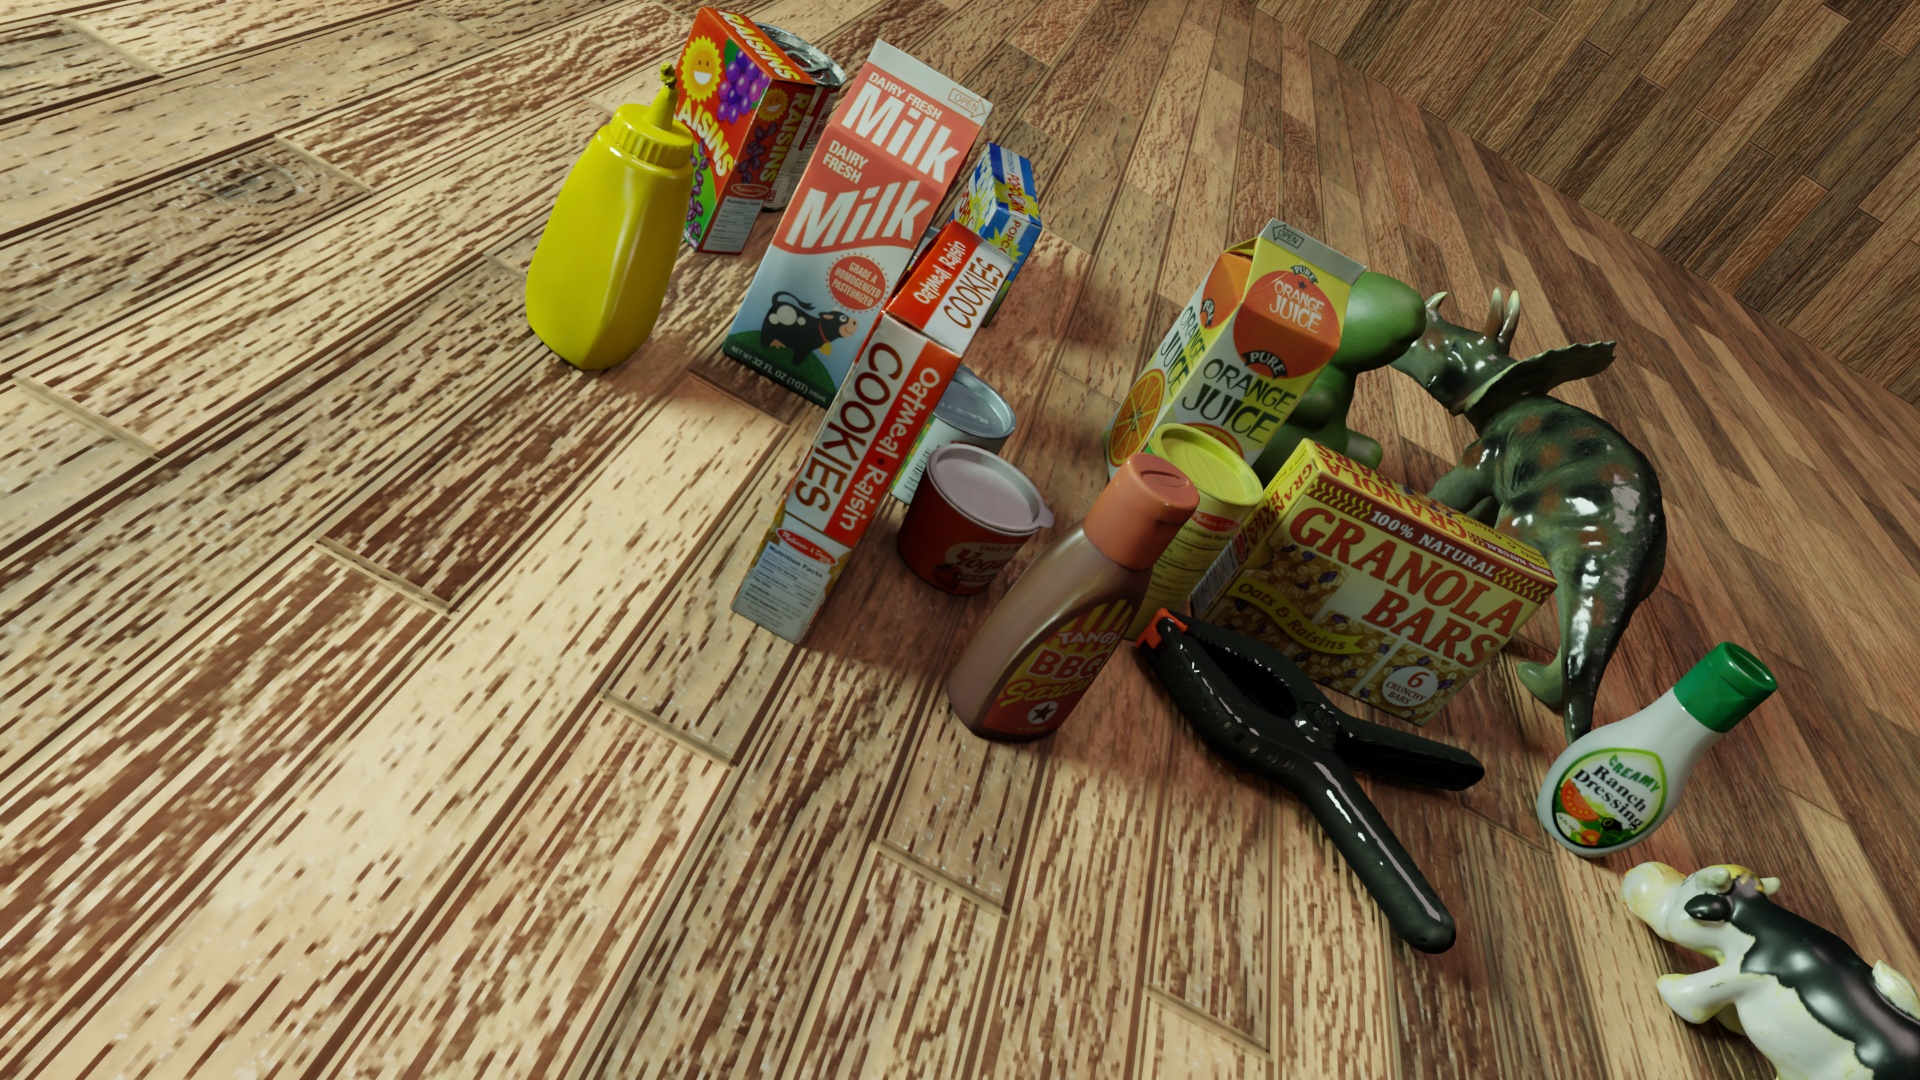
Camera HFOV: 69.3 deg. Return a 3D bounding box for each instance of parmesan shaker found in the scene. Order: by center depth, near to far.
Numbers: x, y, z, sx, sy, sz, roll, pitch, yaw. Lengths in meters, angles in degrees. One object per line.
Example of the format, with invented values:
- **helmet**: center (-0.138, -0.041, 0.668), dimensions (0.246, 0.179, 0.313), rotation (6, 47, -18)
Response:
- **parmesan shaker**: center (0.106, -0.004, 0.756), dimensions (0.071, 0.102, 0.072), rotation (23, 32, -15)

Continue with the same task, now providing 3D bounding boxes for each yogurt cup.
- **yogurt cup**: center (0.003, -0.009, 0.720), dimensions (0.072, 0.053, 0.073), rotation (23, 32, -15)

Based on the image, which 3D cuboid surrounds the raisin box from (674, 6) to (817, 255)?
- **raisin box**: center (-0.148, -0.253, 0.863), dimensions (0.040, 0.122, 0.086), rotation (-8, 49, -47)

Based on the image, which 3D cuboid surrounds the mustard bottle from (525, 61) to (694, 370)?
- **mustard bottle**: center (-0.165, -0.161, 0.684), dimensions (0.065, 0.159, 0.049), rotation (42, 32, 15)

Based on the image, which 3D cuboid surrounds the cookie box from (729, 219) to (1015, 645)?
- **cookie box**: center (-0.040, -0.051, 0.633), dimensions (0.040, 0.166, 0.123), rotation (29, 31, -4)

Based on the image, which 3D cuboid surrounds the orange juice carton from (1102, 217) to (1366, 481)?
- **orange juice carton**: center (0.169, -0.107, 0.869), dimensions (0.072, 0.191, 0.073), rotation (22, 32, -16)

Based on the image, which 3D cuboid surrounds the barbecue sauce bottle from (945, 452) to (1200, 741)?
- **barbecue sauce bottle**: center (0.052, 0.027, 0.622), dimensions (0.065, 0.147, 0.044), rotation (5, 40, -37)

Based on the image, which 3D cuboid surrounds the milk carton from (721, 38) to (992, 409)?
- **milk carton**: center (-0.056, -0.176, 0.771), dimensions (0.072, 0.189, 0.074), rotation (28, 31, -6)

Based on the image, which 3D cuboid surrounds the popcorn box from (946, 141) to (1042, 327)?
- **popcorn box**: center (0.020, -0.223, 1.004), dimensions (0.038, 0.084, 0.127), rotation (22, 33, -17)

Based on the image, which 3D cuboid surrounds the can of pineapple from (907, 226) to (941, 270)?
- **can of pineapple**: center (-0.027, -0.169, 0.914), dimensions (0.071, 0.057, 0.071), rotation (23, 32, -15)

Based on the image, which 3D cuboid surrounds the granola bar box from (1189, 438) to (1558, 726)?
- **granola bar box**: center (0.236, 0.028, 0.803), dimensions (0.165, 0.123, 0.039), rotation (23, 32, -14)

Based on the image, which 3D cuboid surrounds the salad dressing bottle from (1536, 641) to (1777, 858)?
- **salad dressing bottle**: center (0.395, 0.120, 0.791), dimensions (0.064, 0.147, 0.044), rotation (43, 33, 17)

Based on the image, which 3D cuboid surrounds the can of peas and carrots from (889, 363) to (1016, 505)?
- **can of peas and carrots**: center (-0.012, -0.058, 0.771), dimensions (0.071, 0.058, 0.071), rotation (23, 32, -15)

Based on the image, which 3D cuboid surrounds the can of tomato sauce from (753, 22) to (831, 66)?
- **can of tomato sauce**: center (-0.142, -0.318, 0.999), dimensions (0.071, 0.082, 0.071), rotation (23, 32, -15)
